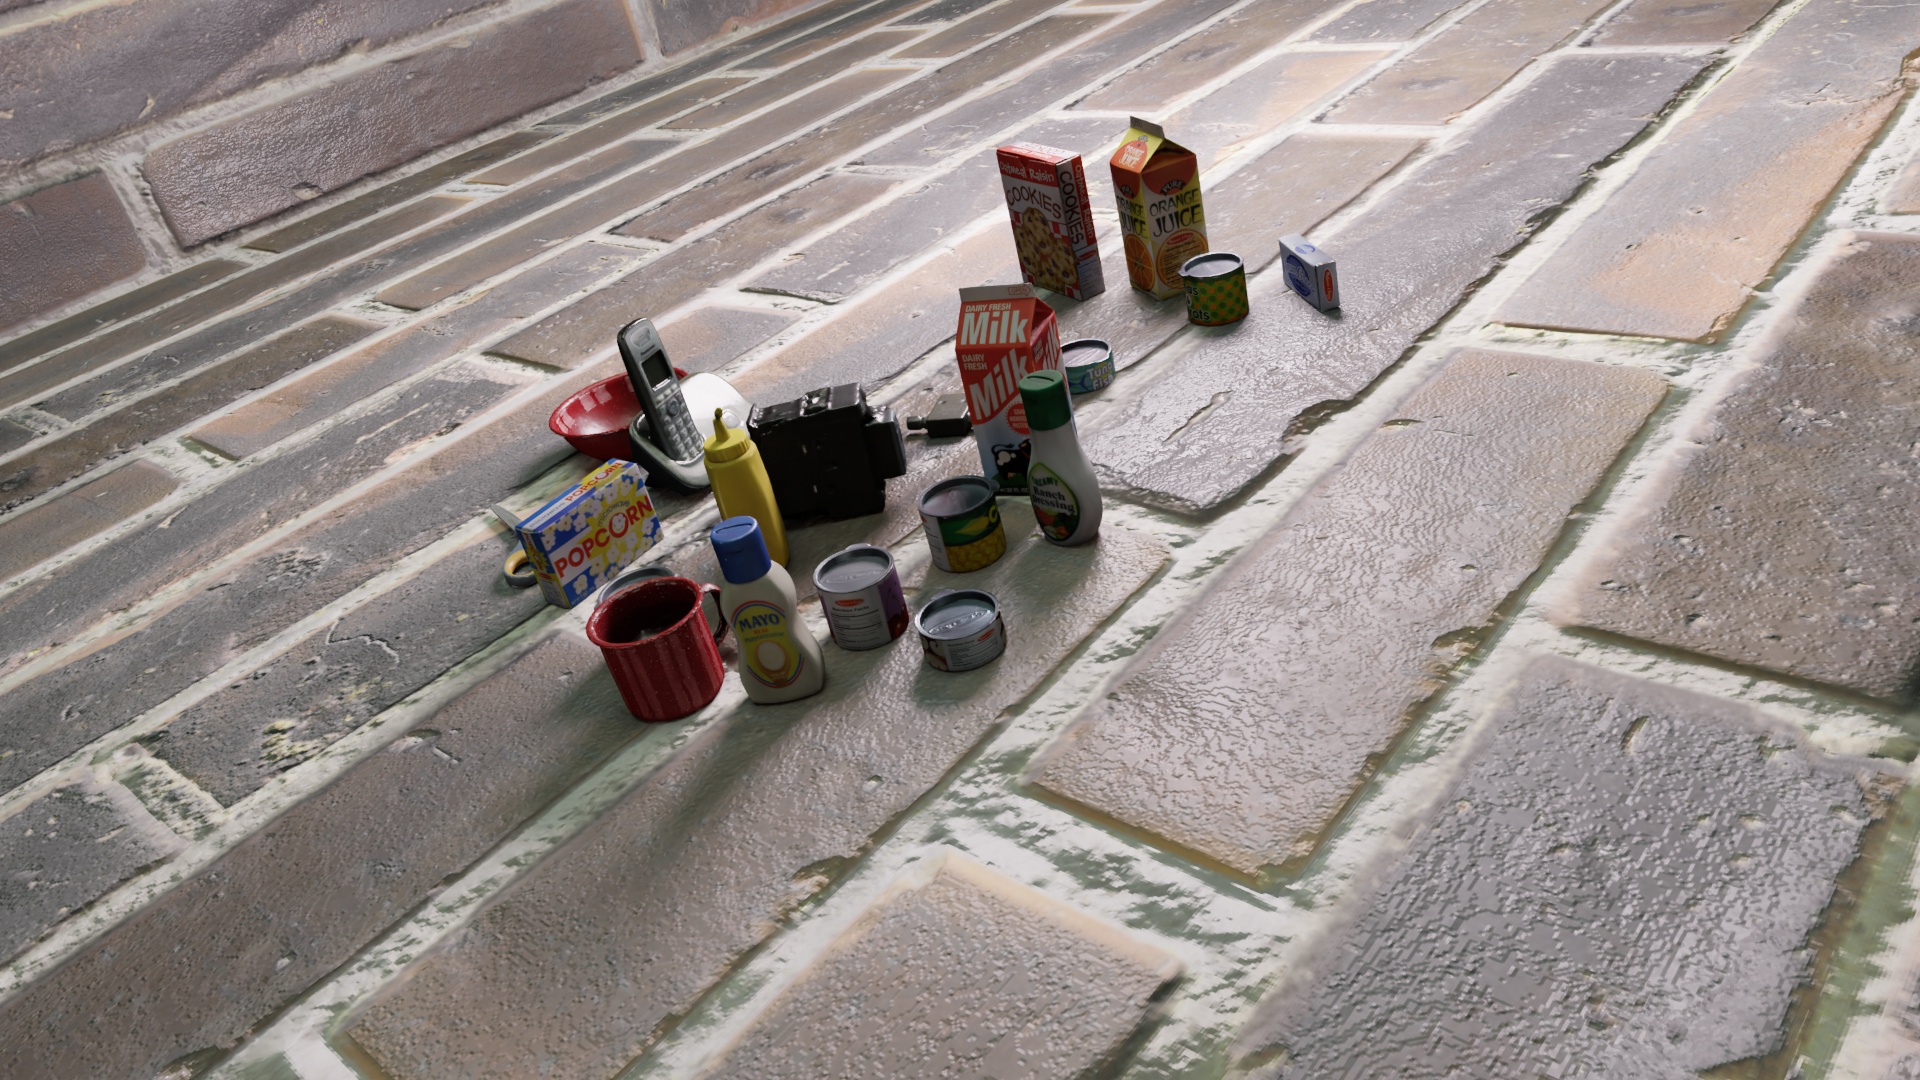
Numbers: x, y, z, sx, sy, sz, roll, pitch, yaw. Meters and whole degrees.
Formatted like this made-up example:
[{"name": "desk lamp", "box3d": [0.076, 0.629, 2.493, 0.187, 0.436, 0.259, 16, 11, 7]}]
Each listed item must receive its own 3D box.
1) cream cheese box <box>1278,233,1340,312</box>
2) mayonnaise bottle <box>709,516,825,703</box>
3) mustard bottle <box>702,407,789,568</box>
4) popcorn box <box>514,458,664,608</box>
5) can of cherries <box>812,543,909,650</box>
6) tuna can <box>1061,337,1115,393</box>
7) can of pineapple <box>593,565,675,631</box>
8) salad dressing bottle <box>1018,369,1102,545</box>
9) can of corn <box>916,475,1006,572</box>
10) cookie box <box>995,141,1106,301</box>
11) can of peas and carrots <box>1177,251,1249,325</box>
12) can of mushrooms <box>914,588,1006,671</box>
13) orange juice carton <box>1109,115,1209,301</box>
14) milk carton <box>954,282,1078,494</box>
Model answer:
[{"name": "cream cheese box", "box3d": [0.369, -0.285, 1.472, 0.024, 0.053, 0.104, -16, 30, -2]}, {"name": "mayonnaise bottle", "box3d": [-0.149, 0.053, 1.041, 0.065, 0.147, 0.041, -11, 30, 6]}, {"name": "mustard bottle", "box3d": [-0.191, -0.046, 1.212, 0.049, 0.159, 0.065, -15, 30, 0]}, {"name": "popcorn box", "box3d": [-0.342, -0.008, 1.286, 0.038, 0.084, 0.127, 9, 38, 35]}, {"name": "can of cherries", "box3d": [-0.078, 0.044, 1.113, 0.071, 0.058, 0.072, -11, 30, 7]}, {"name": "tuna can", "box3d": [0.126, -0.178, 1.419, 0.071, 0.032, 0.071, -11, 30, 7]}, {"name": "can of pineapple", "box3d": [-0.264, 0.063, 1.162, 0.071, 0.057, 0.071, -11, 30, 7]}, {"name": "salad dressing bottle", "box3d": [0.080, -0.067, 1.142, 0.064, 0.147, 0.044, 16, 42, 42]}, {"name": "can of corn", "box3d": [0.004, -0.015, 1.176, 0.071, 0.058, 0.071, -11, 30, 7]}, {"name": "cookie box", "box3d": [0.104, -0.374, 1.620, 0.040, 0.166, 0.123, -28, 33, -21]}, {"name": "can of peas and carrots", "box3d": [0.270, -0.268, 1.481, 0.071, 0.058, 0.071, -11, 30, 7]}, {"name": "can of mushrooms", "box3d": [0.000, 0.067, 1.066, 0.071, 0.033, 0.071, -11, 30, 7]}, {"name": "orange juice carton", "box3d": [0.221, -0.374, 1.546, 0.073, 0.191, 0.072, -22, 31, -13]}, {"name": "milk carton", "box3d": [0.050, -0.139, 1.231, 0.072, 0.189, 0.074, 0, 33, 24]}]
